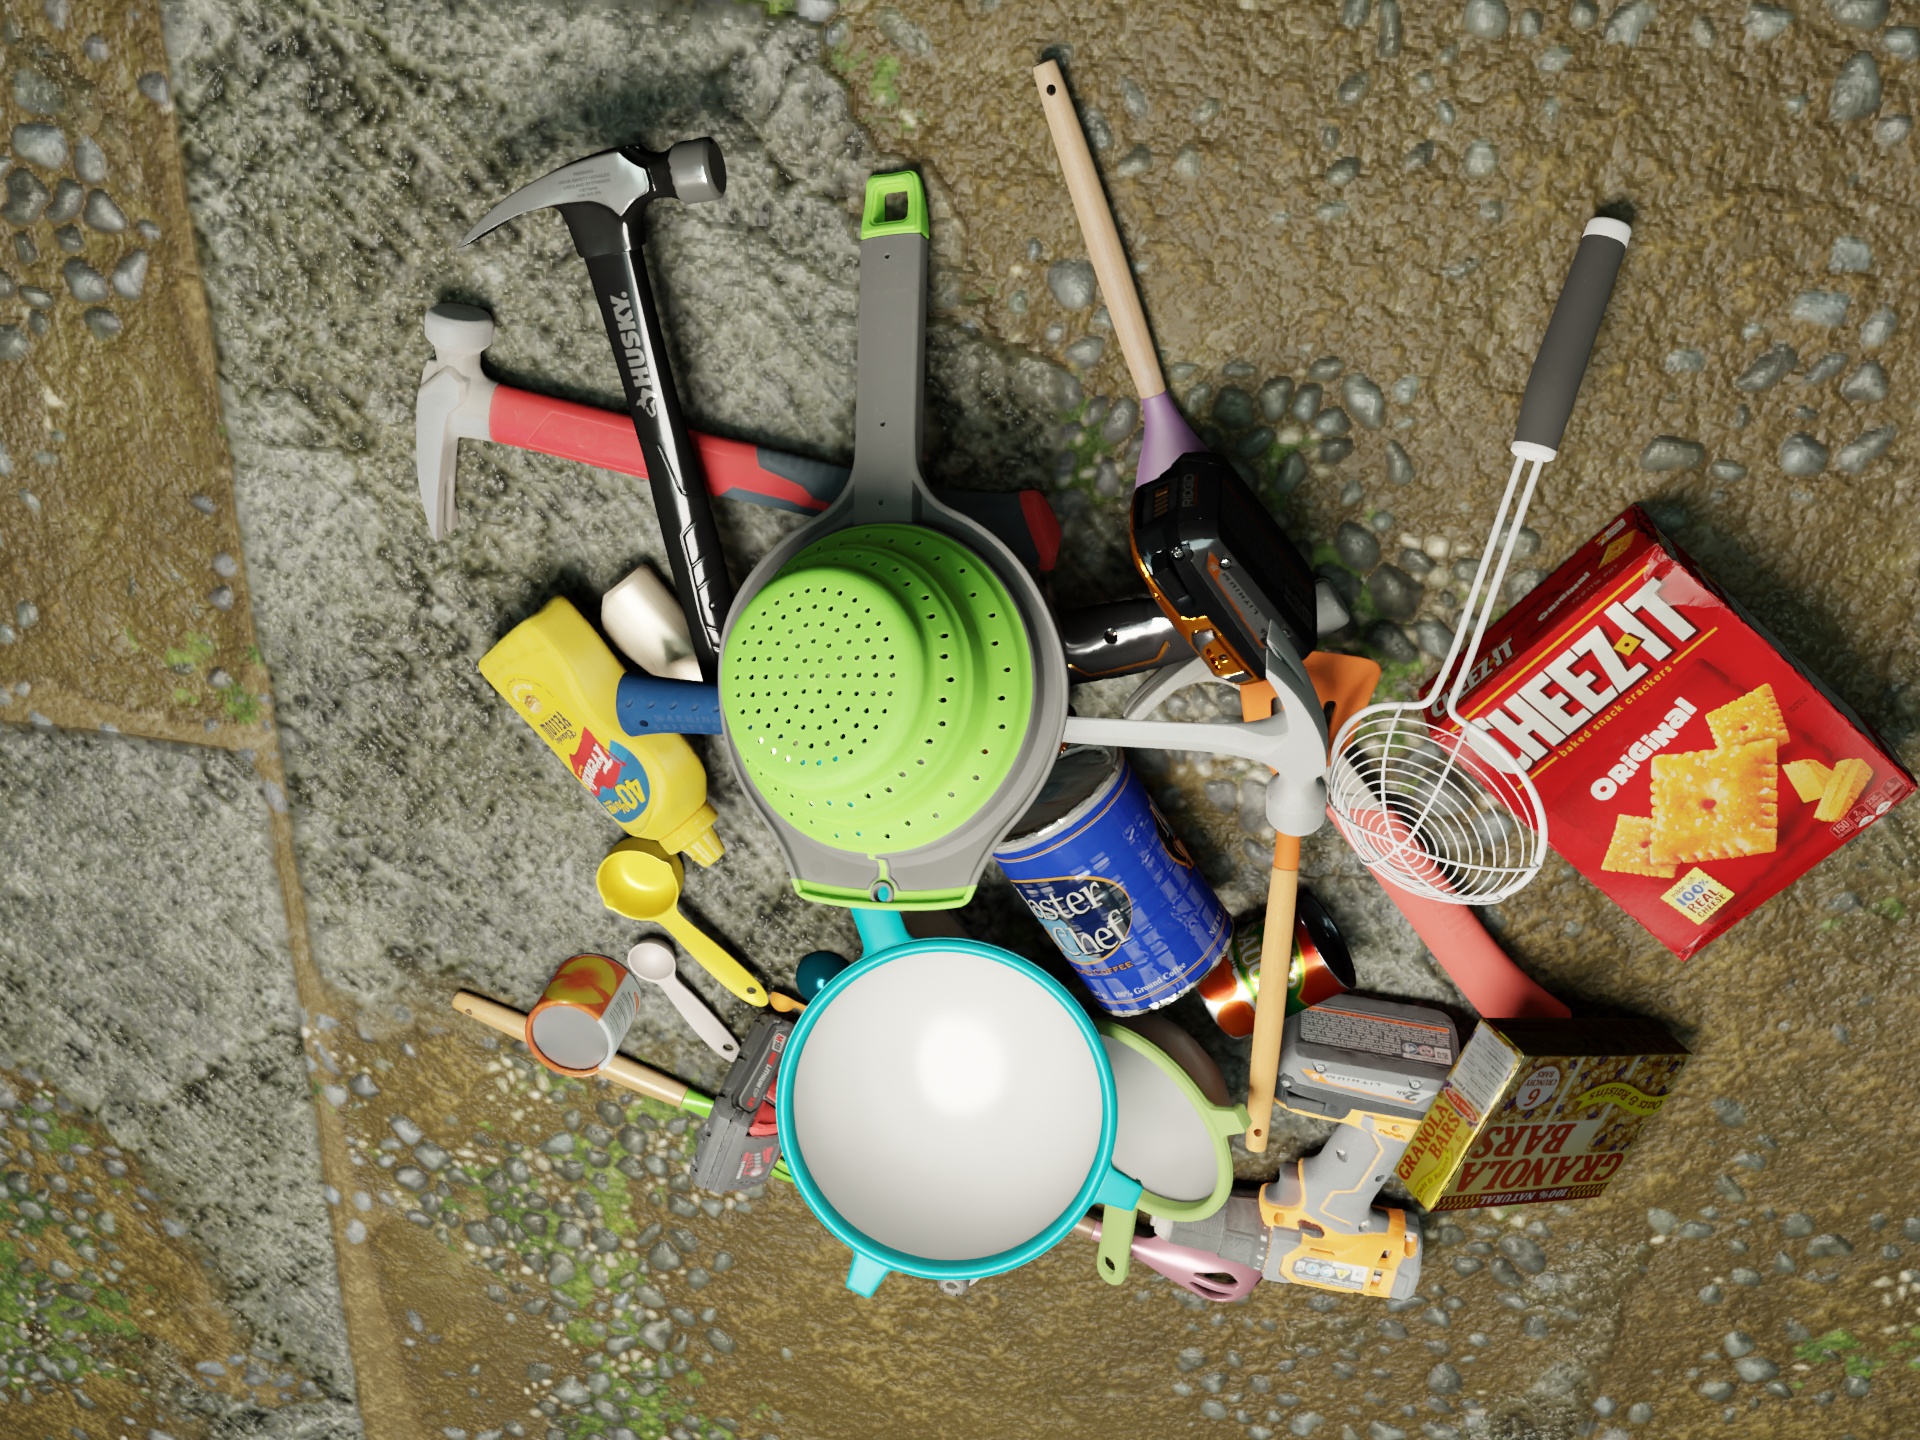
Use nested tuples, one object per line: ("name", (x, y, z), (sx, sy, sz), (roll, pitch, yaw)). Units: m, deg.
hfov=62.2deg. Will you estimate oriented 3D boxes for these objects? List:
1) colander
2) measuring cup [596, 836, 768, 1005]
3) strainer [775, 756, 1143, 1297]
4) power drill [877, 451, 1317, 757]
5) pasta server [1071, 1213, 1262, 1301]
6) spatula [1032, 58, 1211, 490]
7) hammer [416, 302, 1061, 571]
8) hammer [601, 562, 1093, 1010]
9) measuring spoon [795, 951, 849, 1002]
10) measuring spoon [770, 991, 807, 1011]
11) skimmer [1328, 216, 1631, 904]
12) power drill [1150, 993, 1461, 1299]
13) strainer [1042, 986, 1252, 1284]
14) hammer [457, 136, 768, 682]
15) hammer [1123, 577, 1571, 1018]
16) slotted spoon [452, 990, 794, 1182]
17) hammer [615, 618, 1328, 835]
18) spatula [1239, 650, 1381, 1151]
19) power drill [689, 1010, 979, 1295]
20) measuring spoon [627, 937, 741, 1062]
("colander", (-0.053, -0.100, 0.819), (0.204, 0.094, 0.397), (0, 86, 22))
("measuring cup", (-0.185, 0.139, 1.097), (0.062, 0.029, 0.156), (-33, 112, 23))
("strainer", (-0.027, 0.177, 1.016), (0.211, 0.095, 0.340), (-20, 88, 6))
("power drill", (0.064, -0.060, 0.888), (0.226, 0.084, 0.164), (-23, 129, 32))
("pasta server", (0.072, 0.356, 1.160), (0.316, 0.040, 0.060), (20, 118, 4))
("spatula", (0.097, -0.204, 0.880), (0.060, 0.018, 0.315), (-15, 114, 17))
("hammer", (-0.133, -0.134, 0.943), (0.386, 0.038, 0.143), (14, 119, 3))
("hammer", (-0.074, 0.060, 1.031), (0.146, 0.038, 0.410), (-34, 106, 21))
("measuring spoon", (-0.062, 0.209, 1.109), (0.128, 0.021, 0.042), (38, 116, -9))
("measuring spoon", (-0.082, 0.220, 1.119), (0.117, 0.011, 0.021), (27, 161, -3))
("skimmer", (0.295, -0.078, 0.851), (0.127, 0.090, 0.363), (21, 96, 38))
("power drill", (0.231, 0.291, 1.072), (0.185, 0.084, 0.226), (8, 122, 7))
("strainer", (0.128, 0.287, 1.072), (0.152, 0.069, 0.256), (31, 136, 31))
("hammer", (-0.170, -0.147, 0.901), (0.146, 0.035, 0.334), (-5, 118, 12))
("hammer", (0.259, 0.086, 0.986), (0.149, 0.037, 0.359), (-33, 106, 23))
("slotted spoon", (-0.227, 0.268, 1.166), (0.313, 0.031, 0.070), (24, 119, -1))
("hammer", (-0.001, -0.003, 0.889), (0.405, 0.035, 0.143), (3, 141, 14))
("spatula", (0.192, 0.113, 0.949), (0.081, 0.041, 0.322), (5, 103, 8))
("power drill", (-0.064, 0.300, 1.089), (0.219, 0.143, 0.078), (22, 124, 0))
("measuring spoon", (-0.192, 0.199, 1.135), (0.034, 0.018, 0.124), (-24, 117, 21))
